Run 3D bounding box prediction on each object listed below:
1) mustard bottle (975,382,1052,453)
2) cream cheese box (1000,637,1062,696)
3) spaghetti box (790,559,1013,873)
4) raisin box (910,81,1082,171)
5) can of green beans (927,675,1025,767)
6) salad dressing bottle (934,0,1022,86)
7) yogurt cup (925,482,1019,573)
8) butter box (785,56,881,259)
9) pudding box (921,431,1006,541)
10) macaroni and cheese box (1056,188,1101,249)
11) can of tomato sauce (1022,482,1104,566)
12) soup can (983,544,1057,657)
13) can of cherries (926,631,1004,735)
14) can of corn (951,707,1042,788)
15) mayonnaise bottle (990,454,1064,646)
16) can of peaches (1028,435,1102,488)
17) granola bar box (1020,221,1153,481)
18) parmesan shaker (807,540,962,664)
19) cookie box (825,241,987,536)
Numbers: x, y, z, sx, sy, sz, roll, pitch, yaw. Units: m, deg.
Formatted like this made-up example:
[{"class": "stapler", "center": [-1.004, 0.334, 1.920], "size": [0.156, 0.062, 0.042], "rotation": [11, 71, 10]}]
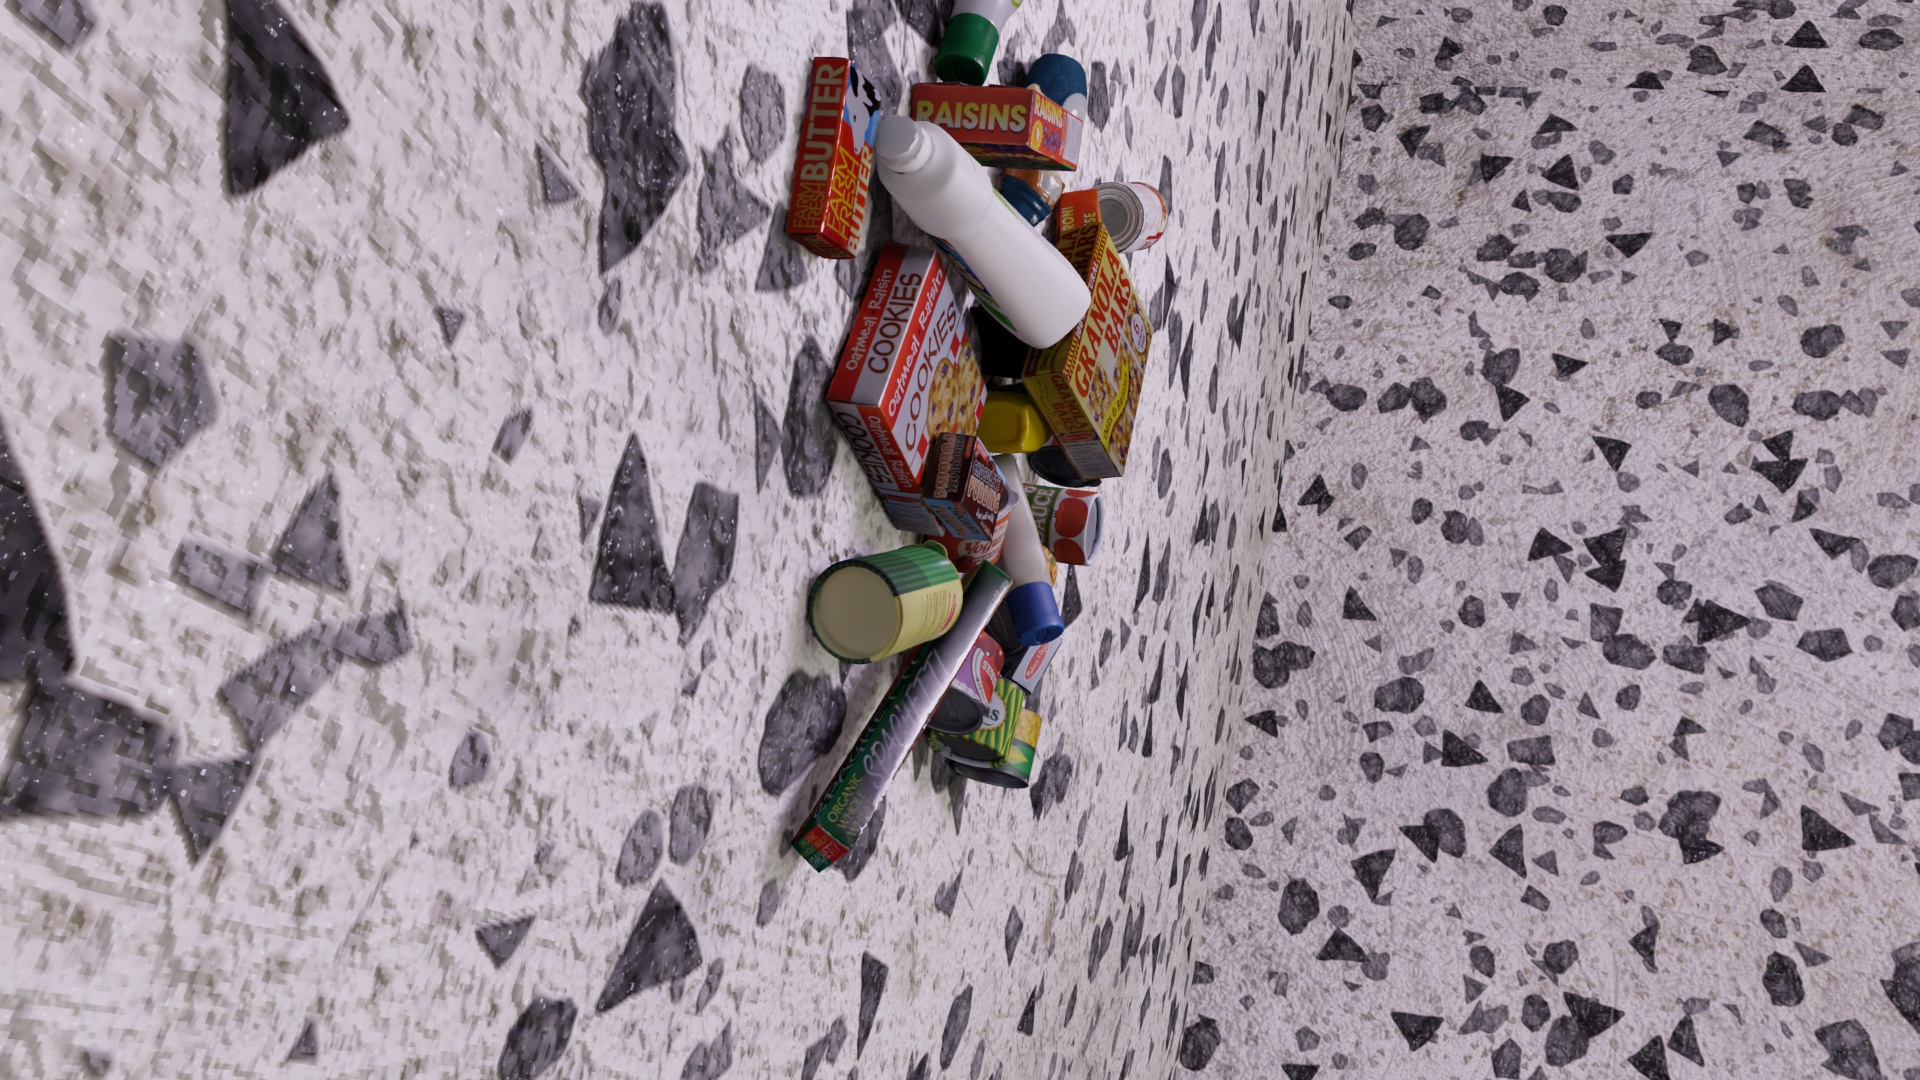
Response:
[{"class": "mustard bottle", "center": [0.048, -0.102, 1.121], "size": [0.161, 0.065, 0.048], "rotation": [-39, 134, -71]}, {"class": "cream cheese box", "center": [0.048, 0.106, 1.157], "size": [0.053, 0.024, 0.103], "rotation": [-57, -173, -20]}, {"class": "spaghetti box", "center": [-0.035, 0.111, 0.937], "size": [0.050, 0.028, 0.251], "rotation": [-45, -171, 50]}, {"class": "raisin box", "center": [0.027, -0.283, 0.953], "size": [0.123, 0.086, 0.040], "rotation": [-19, 117, -69]}, {"class": "can of green beans", "center": [0.012, 0.141, 1.100], "size": [0.071, 0.071, 0.058], "rotation": [66, 37, -56]}, {"class": "salad dressing bottle", "center": [0.018, -0.376, 0.957], "size": [0.064, 0.044, 0.148], "rotation": [61, 41, -58]}, {"class": "yogurt cup", "center": [0.004, -0.013, 1.024], "size": [0.073, 0.072, 0.053], "rotation": [-59, 158, -49]}, {"class": "butter box", "center": [-0.071, -0.216, 0.792], "size": [0.053, 0.024, 0.103], "rotation": [19, 80, -71]}, {"class": "pudding box", "center": [0.003, -0.036, 0.942], "size": [0.083, 0.030, 0.050], "rotation": [52, 49, -66]}, {"class": "macaroni and cheese box", "center": [0.116, -0.213, 1.259], "size": [0.165, 0.040, 0.124], "rotation": [75, 13, -47]}, {"class": "can of tomato sauce", "center": [0.075, -0.015, 1.194], "size": [0.071, 0.083, 0.071], "rotation": [6, 91, -71]}, {"class": "soup can", "center": [0.040, 0.044, 1.133], "size": [0.084, 0.071, 0.071], "rotation": [-61, 151, -47]}, {"class": "can of cherries", "center": [-0.004, 0.102, 1.031], "size": [0.071, 0.071, 0.059], "rotation": [77, 27, -45]}, {"class": "can of corn", "center": [0.029, 0.170, 1.163], "size": [0.071, 0.071, 0.058], "rotation": [58, 43, -61]}, {"class": "mayonnaise bottle", "center": [0.043, 0.009, 1.075], "size": [0.064, 0.041, 0.148], "rotation": [93, -18, -62]}, {"class": "can of peaches", "center": [0.103, -0.088, 1.266], "size": [0.071, 0.071, 0.058], "rotation": [68, 34, -55]}, {"class": "granola bar box", "center": [0.103, -0.149, 1.098], "size": [0.123, 0.039, 0.166], "rotation": [55, 40, -42]}, {"class": "parmesan shaker", "center": [-0.046, 0.037, 0.892], "size": [0.103, 0.071, 0.071], "rotation": [-11, 107, -69]}, {"class": "cookie box", "center": [-0.032, -0.097, 0.927], "size": [0.166, 0.040, 0.123], "rotation": [65, 38, -59]}]
